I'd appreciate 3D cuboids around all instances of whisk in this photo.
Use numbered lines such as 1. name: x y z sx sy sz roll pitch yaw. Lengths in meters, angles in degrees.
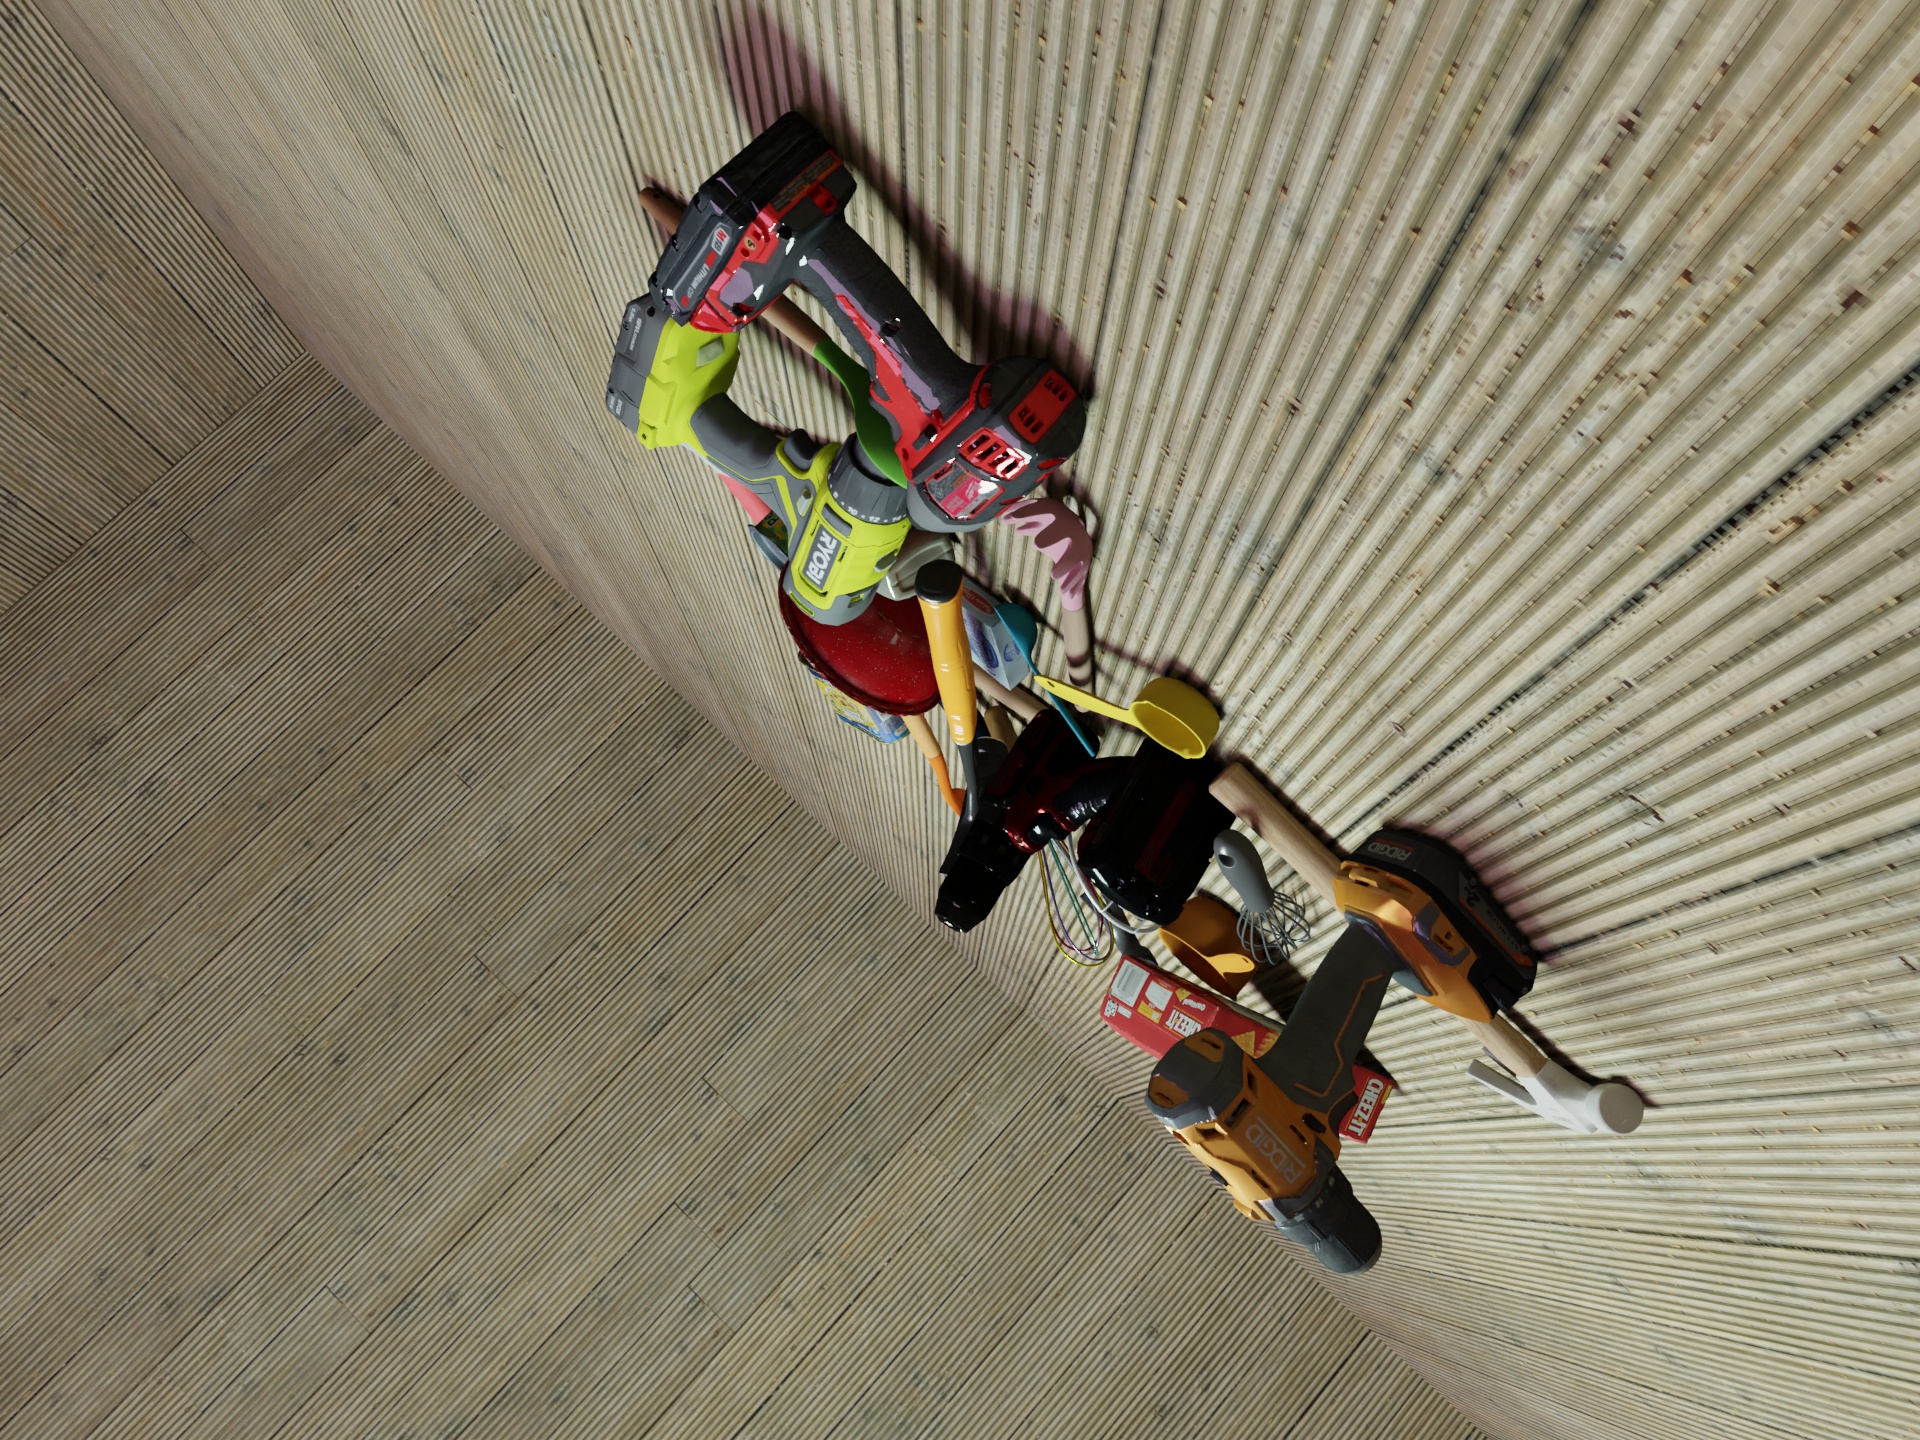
1. whisk: 0.069 0.096 1.360 0.245 0.047 0.051 68 -171 19
2. whisk: 0.211 0.124 1.138 0.055 0.055 0.238 36 172 31

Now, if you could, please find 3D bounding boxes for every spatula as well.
1. spatula: -0.024 0.007 1.366 0.322 0.041 0.081 62 -177 -38
2. spatula: -0.022 -0.056 1.338 0.318 0.044 0.082 34 123 27

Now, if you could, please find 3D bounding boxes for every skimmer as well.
1. skimmer: 0.140 0.145 1.396 0.363 0.090 0.127 77 177 -73

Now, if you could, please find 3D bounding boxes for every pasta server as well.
1. pasta server: 0.069 -0.063 1.041 0.060 0.040 0.316 53 173 20

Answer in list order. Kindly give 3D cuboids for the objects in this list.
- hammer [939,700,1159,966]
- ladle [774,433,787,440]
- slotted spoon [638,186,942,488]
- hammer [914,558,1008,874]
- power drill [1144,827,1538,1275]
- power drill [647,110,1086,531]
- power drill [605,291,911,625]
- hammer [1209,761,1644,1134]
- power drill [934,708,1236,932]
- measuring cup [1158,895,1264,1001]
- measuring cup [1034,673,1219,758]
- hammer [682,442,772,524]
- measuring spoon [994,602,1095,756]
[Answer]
1. hammer: 0.062 0.076 1.489 0.405 0.035 0.144 54 -176 -27
2. ladle: -0.098 -0.191 1.178 0.316 0.031 0.069 30 159 55
3. slotted spoon: -0.102 -0.241 0.970 0.314 0.070 0.031 44 145 23
4. hammer: -0.002 -0.004 1.207 0.034 0.127 0.336 9 150 11
5. power drill: 0.236 0.200 0.931 0.185 0.226 0.084 48 167 -20
6. power drill: -0.048 -0.190 0.829 0.219 0.078 0.143 43 150 -9
7. power drill: -0.121 -0.193 1.050 0.228 0.080 0.190 43 142 10
8. hammer: 0.292 0.149 1.051 0.331 0.031 0.130 43 168 3
9. power drill: 0.078 0.085 1.156 0.080 0.188 0.227 39 166 -26
10. measuring cup: 0.229 0.188 1.346 0.095 0.052 0.173 44 166 -1
11. measuring cup: 0.108 -0.017 1.055 0.157 0.029 0.062 23 159 47
12. hammer: -0.143 -0.135 1.485 0.143 0.038 0.385 32 163 48
13. measuring spoon: 0.066 -0.033 1.129 0.129 0.021 0.042 57 -178 10
